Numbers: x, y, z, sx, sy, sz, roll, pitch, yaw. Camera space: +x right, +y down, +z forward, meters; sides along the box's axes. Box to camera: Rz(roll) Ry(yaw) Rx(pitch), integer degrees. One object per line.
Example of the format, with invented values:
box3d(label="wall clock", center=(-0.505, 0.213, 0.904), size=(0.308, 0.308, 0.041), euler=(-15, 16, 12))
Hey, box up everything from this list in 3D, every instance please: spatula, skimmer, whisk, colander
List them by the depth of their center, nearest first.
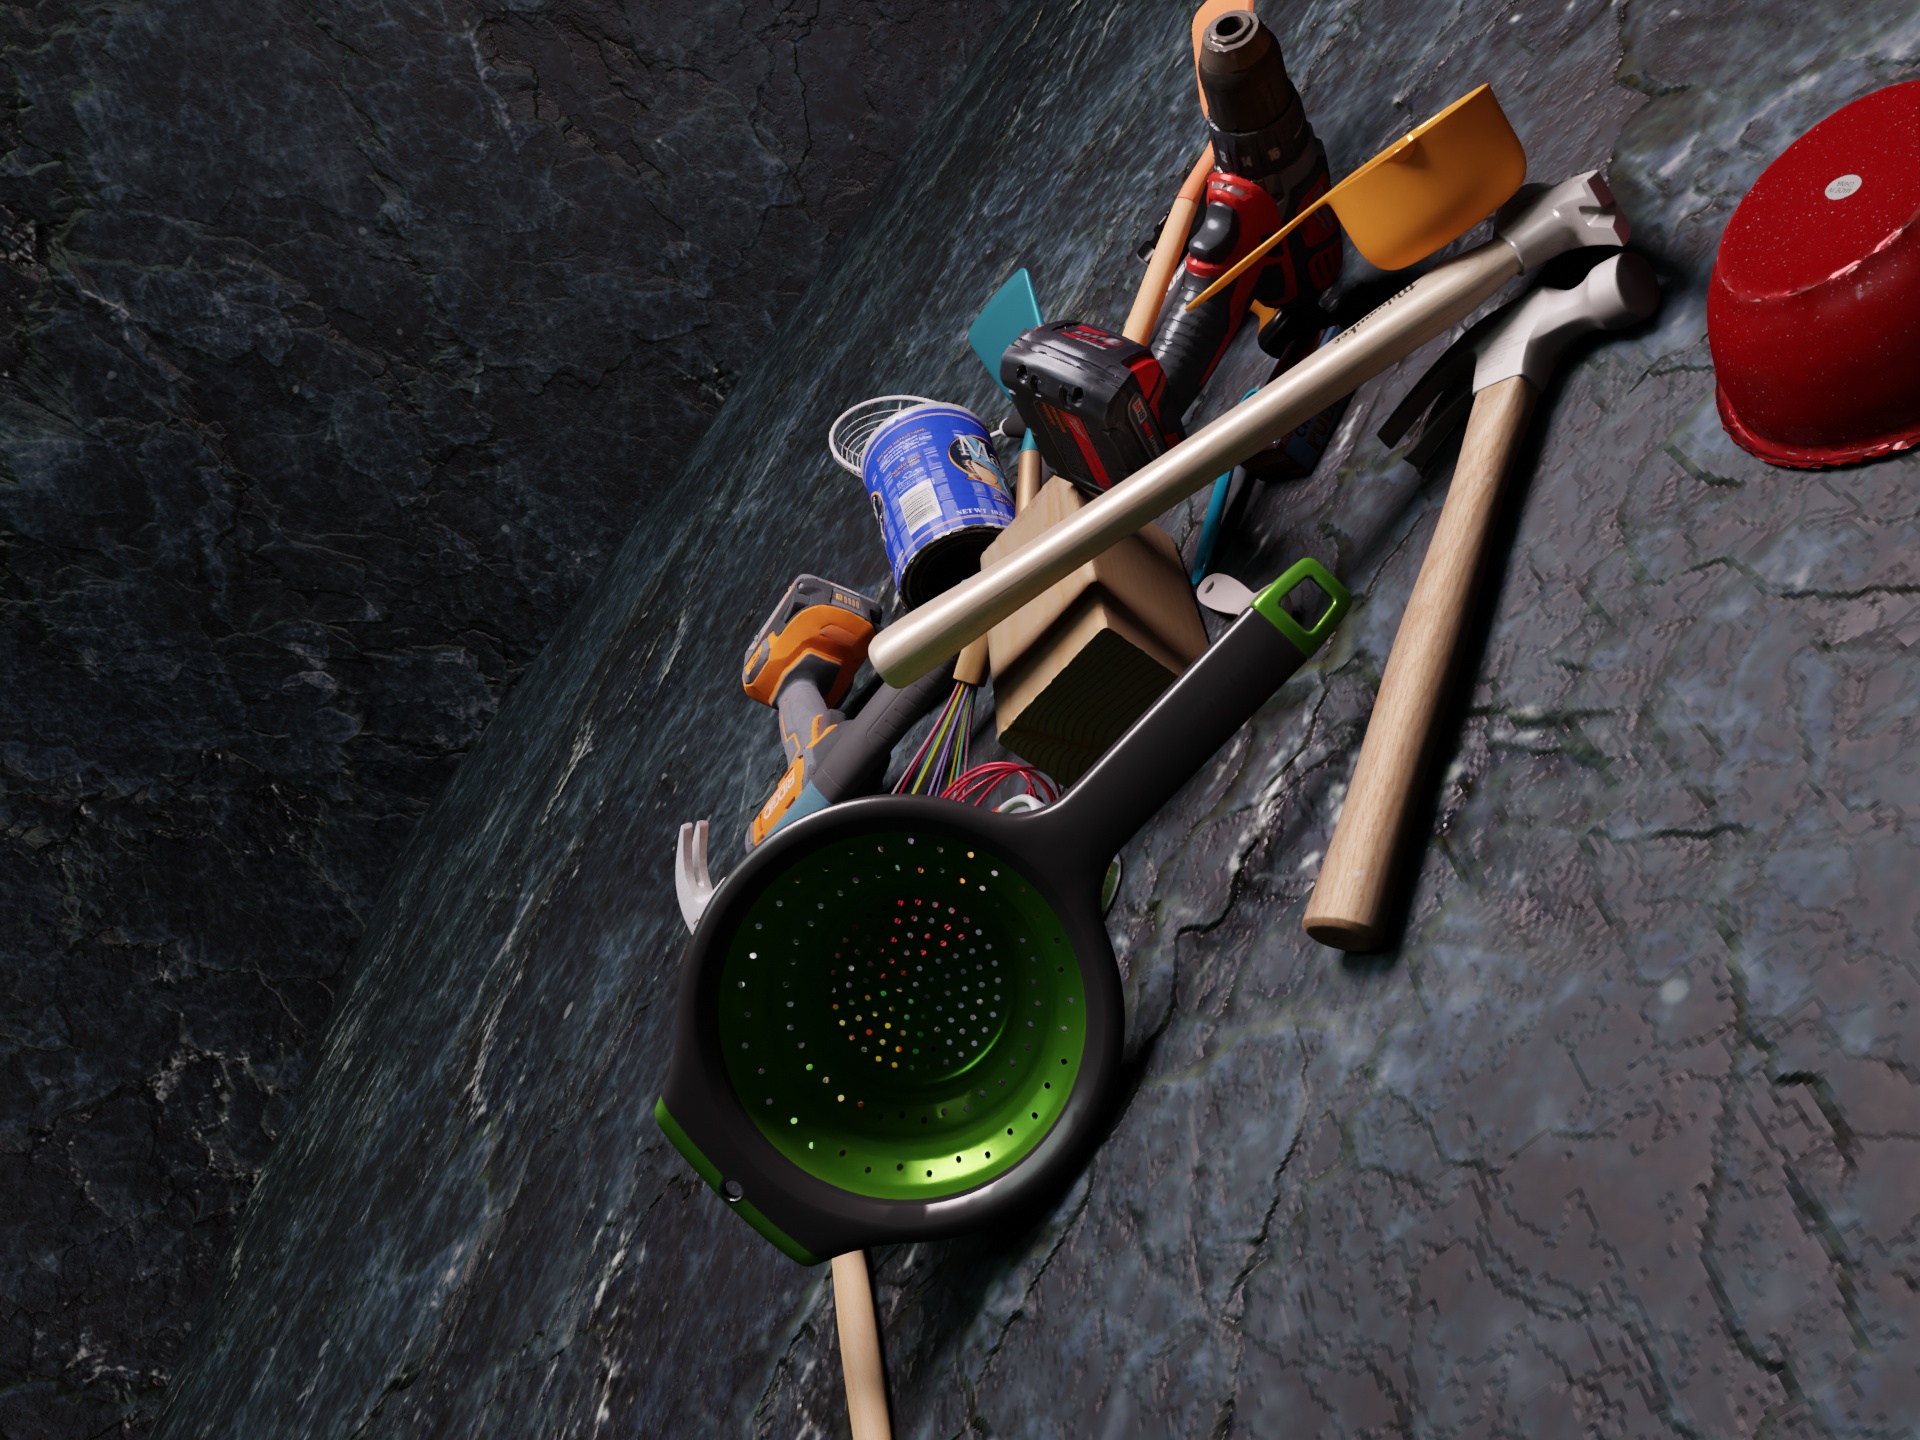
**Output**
box3d(label="colander", center=(0.031, 0.077, 0.759), size=(0.397, 0.204, 0.094), euler=(-46, -2, 3))
box3d(label="whisk", center=(-0.035, 0.136, 0.937), size=(0.295, 0.073, 0.073), euler=(-54, 20, 23))
box3d(label="spatula", center=(-0.069, 0.119, 0.970), size=(0.060, 0.018, 0.316), euler=(-57, 3, 7))
box3d(label="whisk", center=(-0.002, -0.003, 1.014), size=(0.051, 0.047, 0.245), euler=(21, 93, 60))
box3d(label="spatula", center=(0.131, -0.319, 1.038), size=(0.322, 0.041, 0.081), euler=(-69, 20, -1))
box3d(label="spatula", center=(0.037, -0.161, 1.076), size=(0.082, 0.044, 0.318), euler=(-39, 41, 50))
box3d(label="skimmer", center=(0.002, -0.269, 1.381), size=(0.127, 0.090, 0.363), euler=(-32, 13, -25))

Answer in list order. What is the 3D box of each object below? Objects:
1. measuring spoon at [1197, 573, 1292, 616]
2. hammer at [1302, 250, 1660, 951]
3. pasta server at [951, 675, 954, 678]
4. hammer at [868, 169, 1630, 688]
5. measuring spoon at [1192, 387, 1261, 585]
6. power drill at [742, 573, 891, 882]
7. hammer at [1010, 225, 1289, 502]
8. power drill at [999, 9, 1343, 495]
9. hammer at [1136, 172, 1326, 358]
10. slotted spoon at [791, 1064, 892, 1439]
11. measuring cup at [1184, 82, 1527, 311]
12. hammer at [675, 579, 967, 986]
box3d(label="measuring spoon", center=(0.153, -0.063, 0.863), size=(0.034, 0.018, 0.124), euler=(-55, 14, 6))
box3d(label="hammer", center=(0.209, -0.054, 0.694), size=(0.130, 0.031, 0.331), euler=(-18, 44, 59))
box3d(label="pasta server", center=(0.017, -0.054, 1.137), size=(0.316, 0.040, 0.060), euler=(-42, 25, 44))
box3d(label="hammer", center=(0.124, -0.132, 0.776), size=(0.410, 0.038, 0.146), euler=(-33, 9, 15))
box3d(label="measuring spoon", center=(0.163, -0.136, 0.943), size=(0.042, 0.021, 0.129), euler=(154, 135, -72))
box3d(label="power drill", center=(-0.104, -0.007, 1.219), size=(0.164, 0.084, 0.227), euler=(-50, 32, 34))
box3d(label="hammer", center=(0.121, -0.259, 1.116), size=(0.334, 0.035, 0.146), euler=(-51, 25, 41))
box3d(label="power drill", center=(0.122, -0.246, 0.866), size=(0.080, 0.187, 0.227), euler=(31, 78, 33))
box3d(label="hammer", center=(0.198, -0.326, 1.104), size=(0.127, 0.034, 0.337), euler=(-50, 22, 21))
box3d(label="slotted spoon", center=(-0.058, 0.284, 0.820), size=(0.070, 0.031, 0.314), euler=(-52, 23, 15))
box3d(label="measuring cup", center=(0.193, -0.235, 0.779), size=(0.173, 0.052, 0.095), euler=(-33, 10, 26))
box3d(label="hammer", center=(-0.083, 0.040, 1.097), size=(0.331, 0.128, 0.033), euler=(-50, -16, 18))
